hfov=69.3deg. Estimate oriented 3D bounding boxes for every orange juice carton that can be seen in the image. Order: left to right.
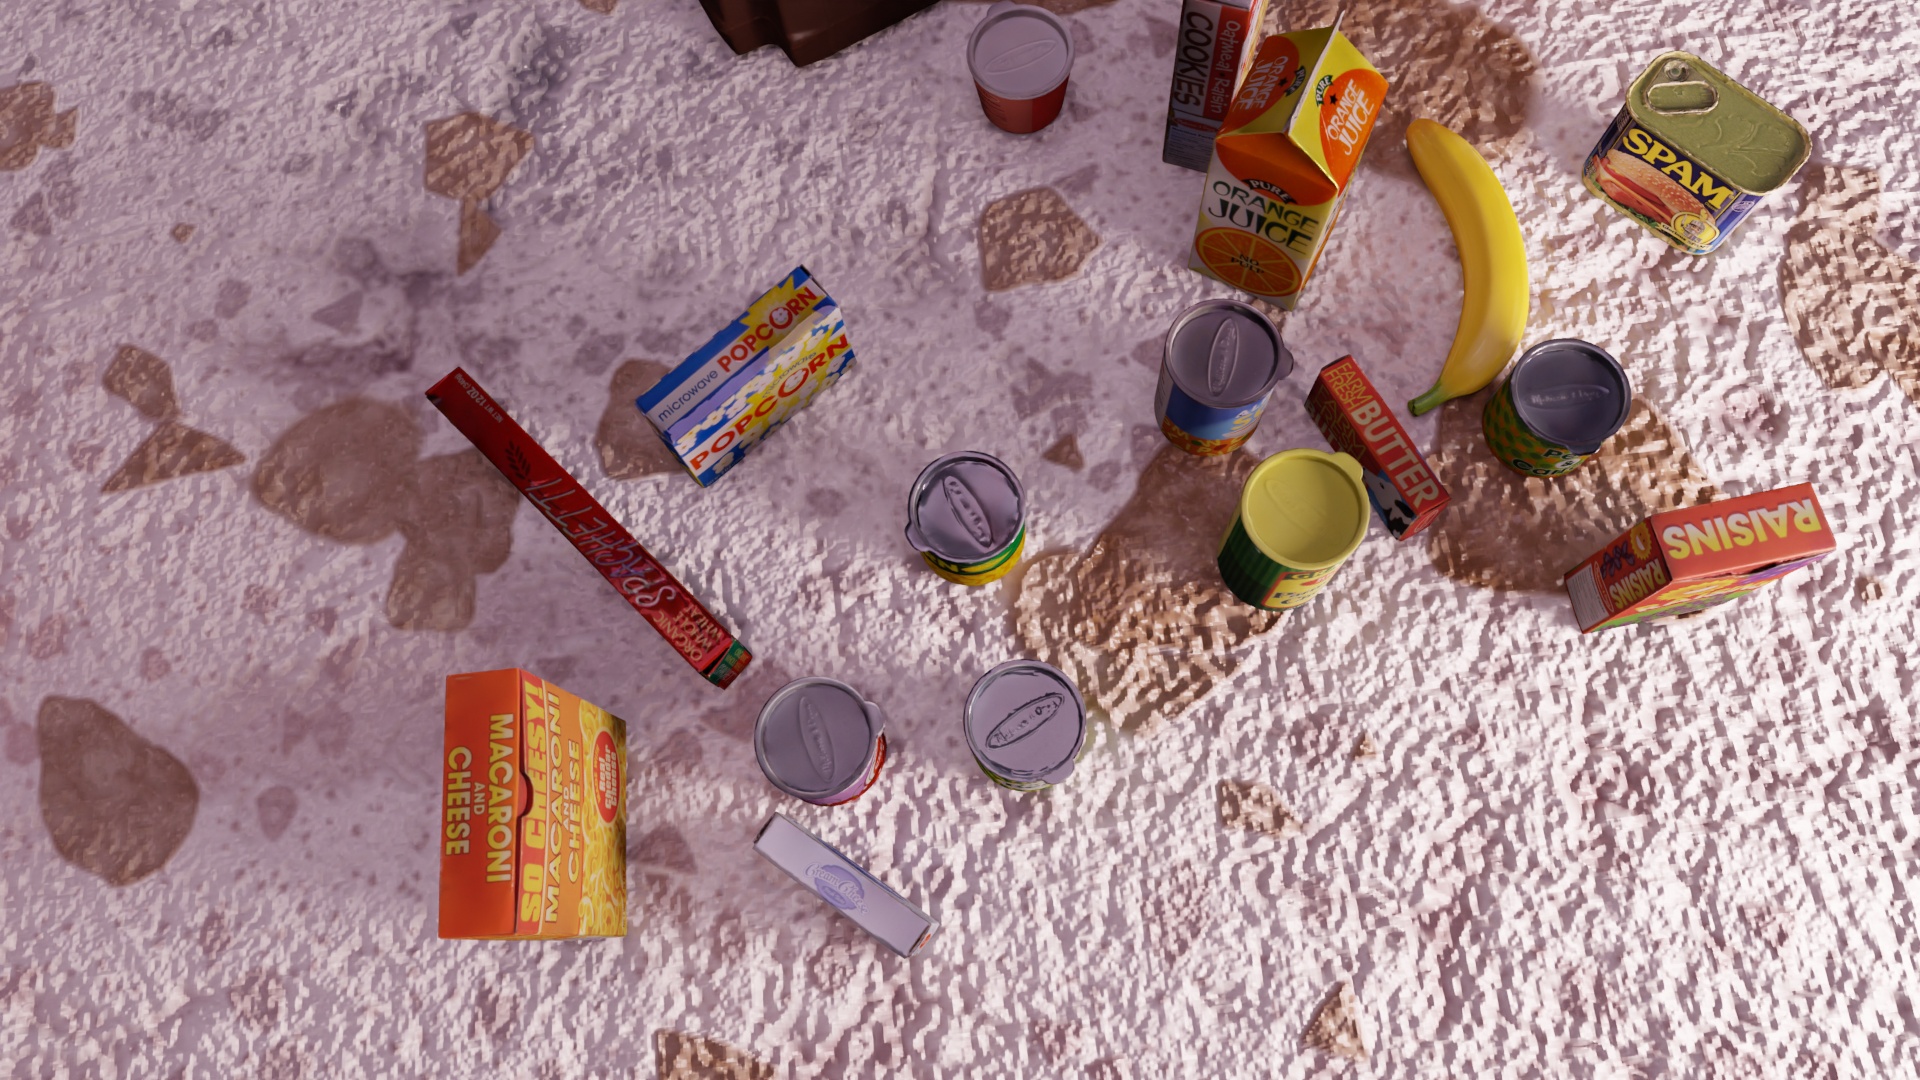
[{"bbox_3d":[0.184,-0.211,0.782,0.073,0.192,0.072,26,77,10],"label":"orange juice carton"}]

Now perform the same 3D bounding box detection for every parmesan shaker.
[{"bbox_3d":[0.183,-0.005,0.767,0.071,0.103,0.071,-1,74,3],"label":"parmesan shaker"}]

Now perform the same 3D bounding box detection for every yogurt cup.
[{"bbox_3d":[0.039,-0.298,0.889,0.072,0.053,0.072,-1,73,3],"label":"yogurt cup"}]

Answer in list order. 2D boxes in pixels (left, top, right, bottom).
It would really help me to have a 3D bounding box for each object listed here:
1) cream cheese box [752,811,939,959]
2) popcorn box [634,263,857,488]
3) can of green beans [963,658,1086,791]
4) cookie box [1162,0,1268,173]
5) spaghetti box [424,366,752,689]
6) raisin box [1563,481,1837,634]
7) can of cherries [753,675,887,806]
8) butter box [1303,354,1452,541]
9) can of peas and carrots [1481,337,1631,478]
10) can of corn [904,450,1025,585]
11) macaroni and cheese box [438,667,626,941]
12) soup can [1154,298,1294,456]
[{"bbox_3d":[-0.061,0.187,0.750,0.104,0.053,0.024,33,78,12],"label":"cream cheese box"},{"bbox_3d":[-0.124,-0.094,0.822,0.127,0.085,0.038,-41,76,-9],"label":"popcorn box"},{"bbox_3d":[0.036,0.103,0.767,0.071,0.057,0.071,-1,74,3],"label":"can of green beans"},{"bbox_3d":[0.159,-0.318,0.829,0.040,0.167,0.123,17,75,8],"label":"cookie box"},{"bbox_3d":[-0.219,-0.008,0.820,0.250,0.050,0.029,42,80,14],"label":"spaghetti box"},{"bbox_3d":[0.388,0.012,0.739,0.086,0.123,0.040,-11,74,0],"label":"raisin box"},{"bbox_3d":[-0.074,0.112,0.770,0.071,0.058,0.071,-1,74,3],"label":"can of cherries"},{"bbox_3d":[0.239,-0.053,0.804,0.024,0.053,0.103,-29,74,-5],"label":"butter box"},{"bbox_3d":[0.343,-0.073,0.801,0.071,0.058,0.071,-1,74,3],"label":"can of peas and carrots"},{"bbox_3d":[0.003,-0.010,0.803,0.071,0.058,0.071,-1,74,3],"label":"can of corn"},{"bbox_3d":[-0.213,0.141,0.714,0.040,0.166,0.124,-5,73,2],"label":"macaroni and cheese box"},{"bbox_3d":[0.150,-0.092,0.805,0.071,0.083,0.071,-1,74,3],"label":"soup can"}]
